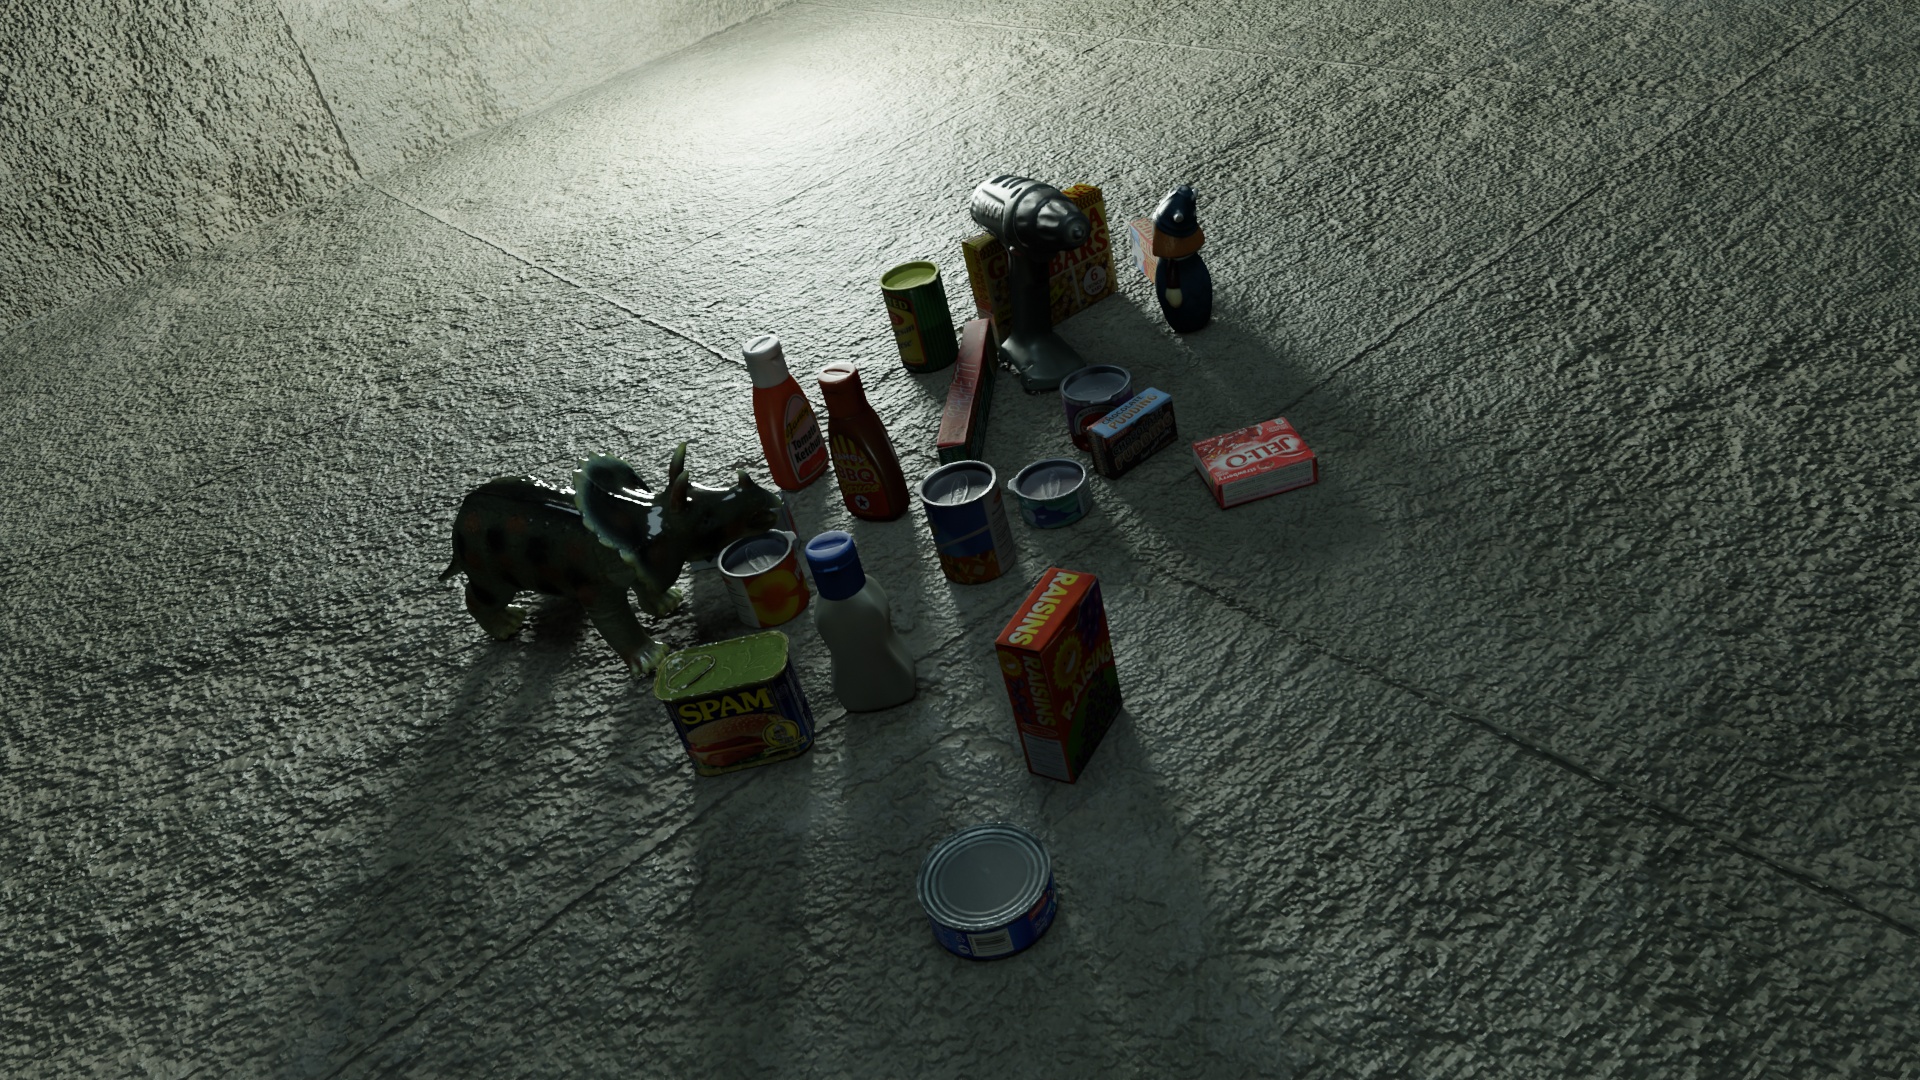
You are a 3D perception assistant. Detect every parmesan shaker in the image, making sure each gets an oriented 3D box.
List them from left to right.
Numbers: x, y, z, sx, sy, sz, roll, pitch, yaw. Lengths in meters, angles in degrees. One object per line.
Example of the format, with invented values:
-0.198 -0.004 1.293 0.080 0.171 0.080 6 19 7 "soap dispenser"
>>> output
-0.042 -0.238 1.489 0.071 0.102 0.072 -10 34 7 "parmesan shaker"

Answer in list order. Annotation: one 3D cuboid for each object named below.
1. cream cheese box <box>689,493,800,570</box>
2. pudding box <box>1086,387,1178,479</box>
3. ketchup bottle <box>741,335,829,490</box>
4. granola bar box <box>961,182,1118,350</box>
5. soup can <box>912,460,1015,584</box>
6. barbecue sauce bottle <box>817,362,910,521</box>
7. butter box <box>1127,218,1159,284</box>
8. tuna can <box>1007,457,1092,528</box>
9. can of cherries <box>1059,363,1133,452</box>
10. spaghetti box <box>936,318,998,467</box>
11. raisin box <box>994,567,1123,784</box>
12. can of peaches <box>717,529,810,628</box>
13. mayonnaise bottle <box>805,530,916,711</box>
-0.203 -0.007 1.266 0.104 0.053 0.024 -10 34 8 "cream cheese box"
0.156 -0.098 1.261 0.084 0.049 0.030 -33 38 -24 "pudding box"
-0.172 -0.124 1.336 0.043 0.148 0.065 11 42 33 "ketchup bottle"
0.088 -0.296 1.504 0.166 0.123 0.039 -31 37 -22 "granola bar box"
0.004 -0.015 1.171 0.071 0.083 0.072 -10 34 7 "soup can"
-0.091 -0.089 1.255 0.065 0.147 0.044 9 41 32 "barbecue sauce bottle"
0.218 -0.315 1.544 0.024 0.053 0.104 -19 34 -5 "butter box"
0.079 -0.041 1.225 0.071 0.032 0.071 -10 34 7 "tuna can"
0.130 -0.122 1.298 0.071 0.058 0.072 -10 34 7 "can of cherries"
0.009 -0.140 1.377 0.028 0.050 0.251 -7 35 13 "spaghetti box"
0.070 0.093 0.957 0.040 0.122 0.086 10 41 32 "raisin box"
-0.166 0.032 1.192 0.071 0.057 0.071 -10 34 7 "can of peaches"
-0.078 0.061 1.037 0.065 0.147 0.041 -12 34 6 "mayonnaise bottle"
